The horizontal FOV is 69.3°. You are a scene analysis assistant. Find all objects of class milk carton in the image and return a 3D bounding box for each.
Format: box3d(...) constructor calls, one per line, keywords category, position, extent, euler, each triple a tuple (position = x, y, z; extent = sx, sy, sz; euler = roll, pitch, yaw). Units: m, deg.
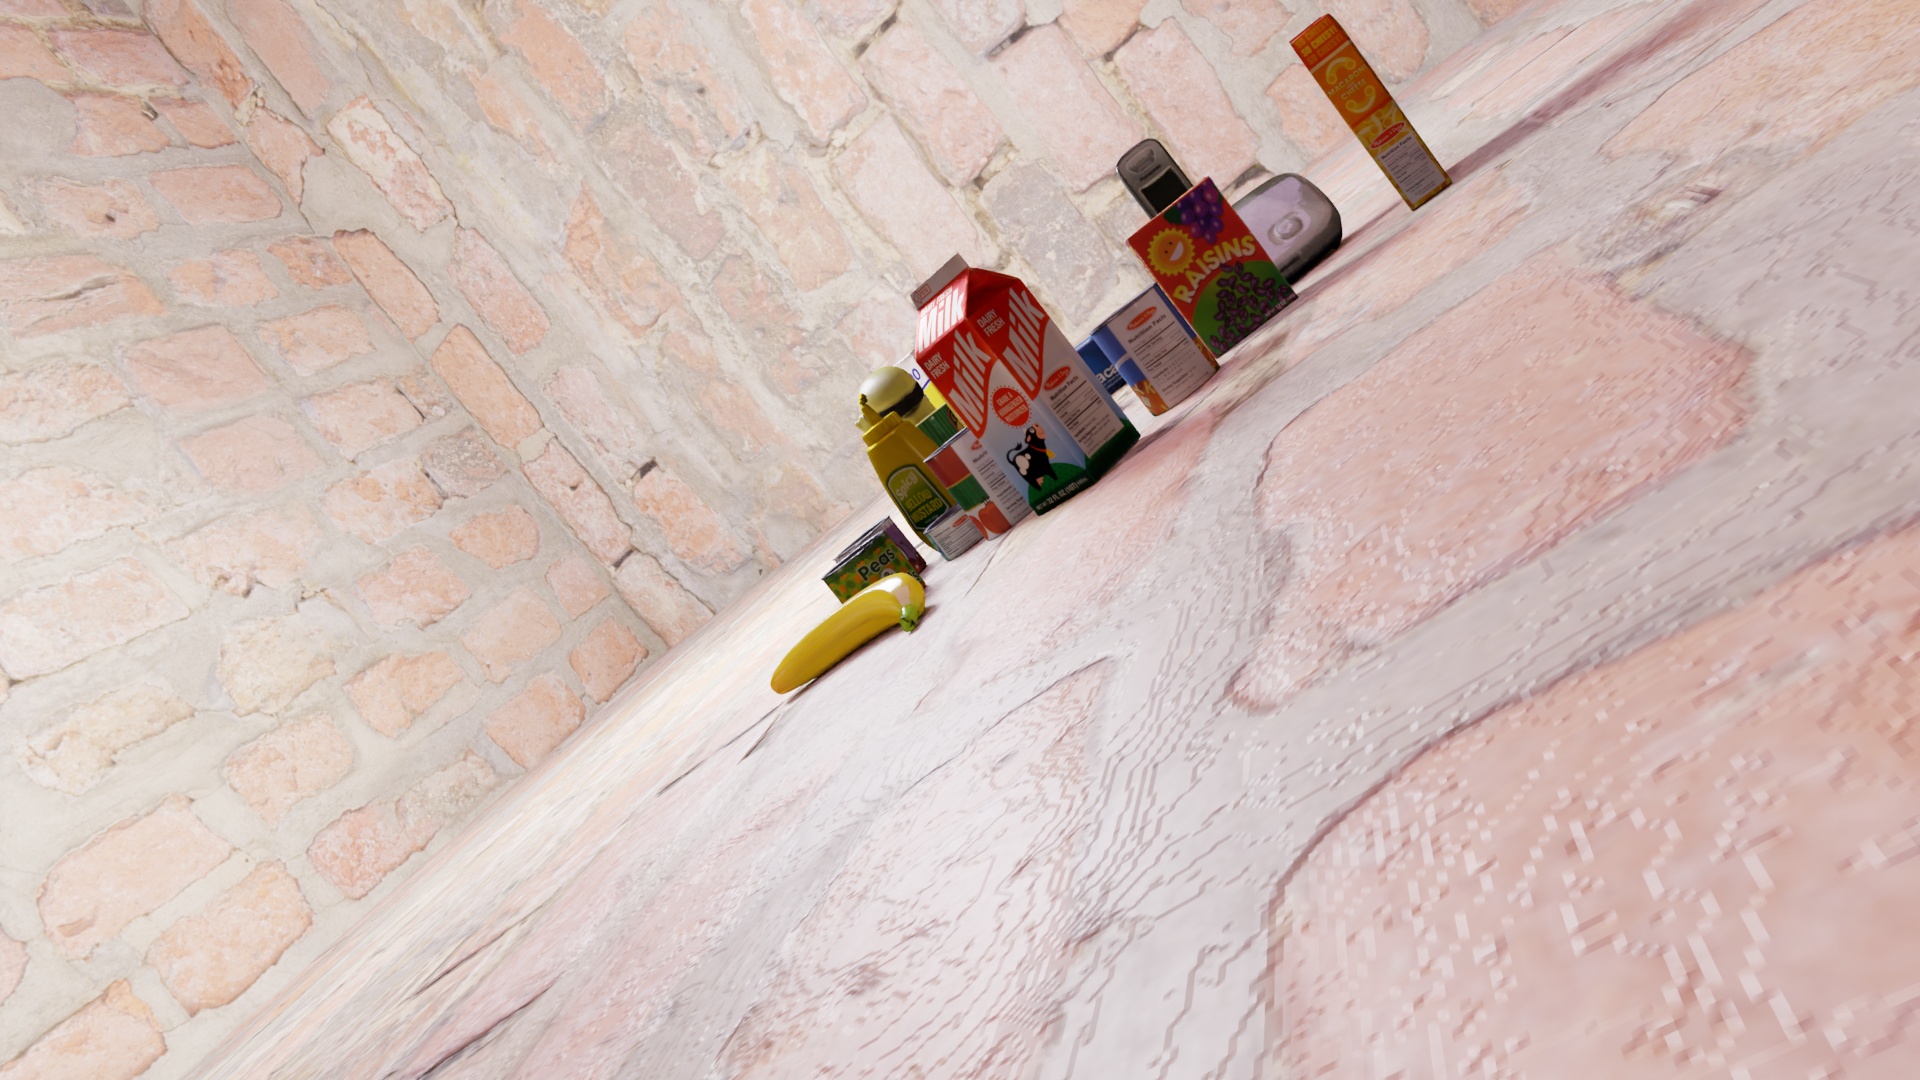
box3d(category="milk carton", position=(0.038, -0.121, 1.028), extent=(0.074, 0.190, 0.072), euler=(-43, 7, -40))

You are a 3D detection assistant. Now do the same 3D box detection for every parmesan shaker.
box3d(category="parmesan shaker", position=(-0.011, -0.092, 1.539), extent=(0.071, 0.103, 0.071), euler=(-38, 5, 4))

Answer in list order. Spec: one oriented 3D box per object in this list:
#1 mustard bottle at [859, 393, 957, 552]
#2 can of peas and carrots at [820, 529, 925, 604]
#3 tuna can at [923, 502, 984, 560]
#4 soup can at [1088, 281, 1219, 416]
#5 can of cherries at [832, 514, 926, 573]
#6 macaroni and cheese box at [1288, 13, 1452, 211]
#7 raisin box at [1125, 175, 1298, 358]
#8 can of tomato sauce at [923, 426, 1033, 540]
box3d(category="mustard bottle", position=(-0.046, -0.066, 1.260), extent=(0.065, 0.160, 0.049), euler=(-35, 6, 32))
box3d(category="can of peas and carrots", position=(-0.070, 0.033, 1.138), extent=(0.071, 0.058, 0.071), euler=(-38, 6, 4))
box3d(category="tuna can", position=(0.004, -0.015, 1.190), extent=(0.071, 0.033, 0.071), euler=(-38, 6, 4))
box3d(category="soup can", position=(0.151, -0.149, 1.085), extent=(0.071, 0.083, 0.071), euler=(-38, 6, 4))
box3d(category="can of cherries", position=(-0.073, 0.020, 1.265), extent=(0.071, 0.058, 0.071), euler=(-38, 6, 4))
box3d(category="macaroni and cheese box", position=(0.337, -0.354, 1.143), extent=(0.040, 0.166, 0.124), euler=(-36, 6, 22))
box3d(category="raisin box", position=(0.206, -0.224, 1.143), extent=(0.086, 0.123, 0.040), euler=(-37, 5, 10))
box3d(category="can of tomato sauce", position=(0.021, -0.051, 1.121), extent=(0.071, 0.083, 0.071), euler=(-38, 6, 4))
